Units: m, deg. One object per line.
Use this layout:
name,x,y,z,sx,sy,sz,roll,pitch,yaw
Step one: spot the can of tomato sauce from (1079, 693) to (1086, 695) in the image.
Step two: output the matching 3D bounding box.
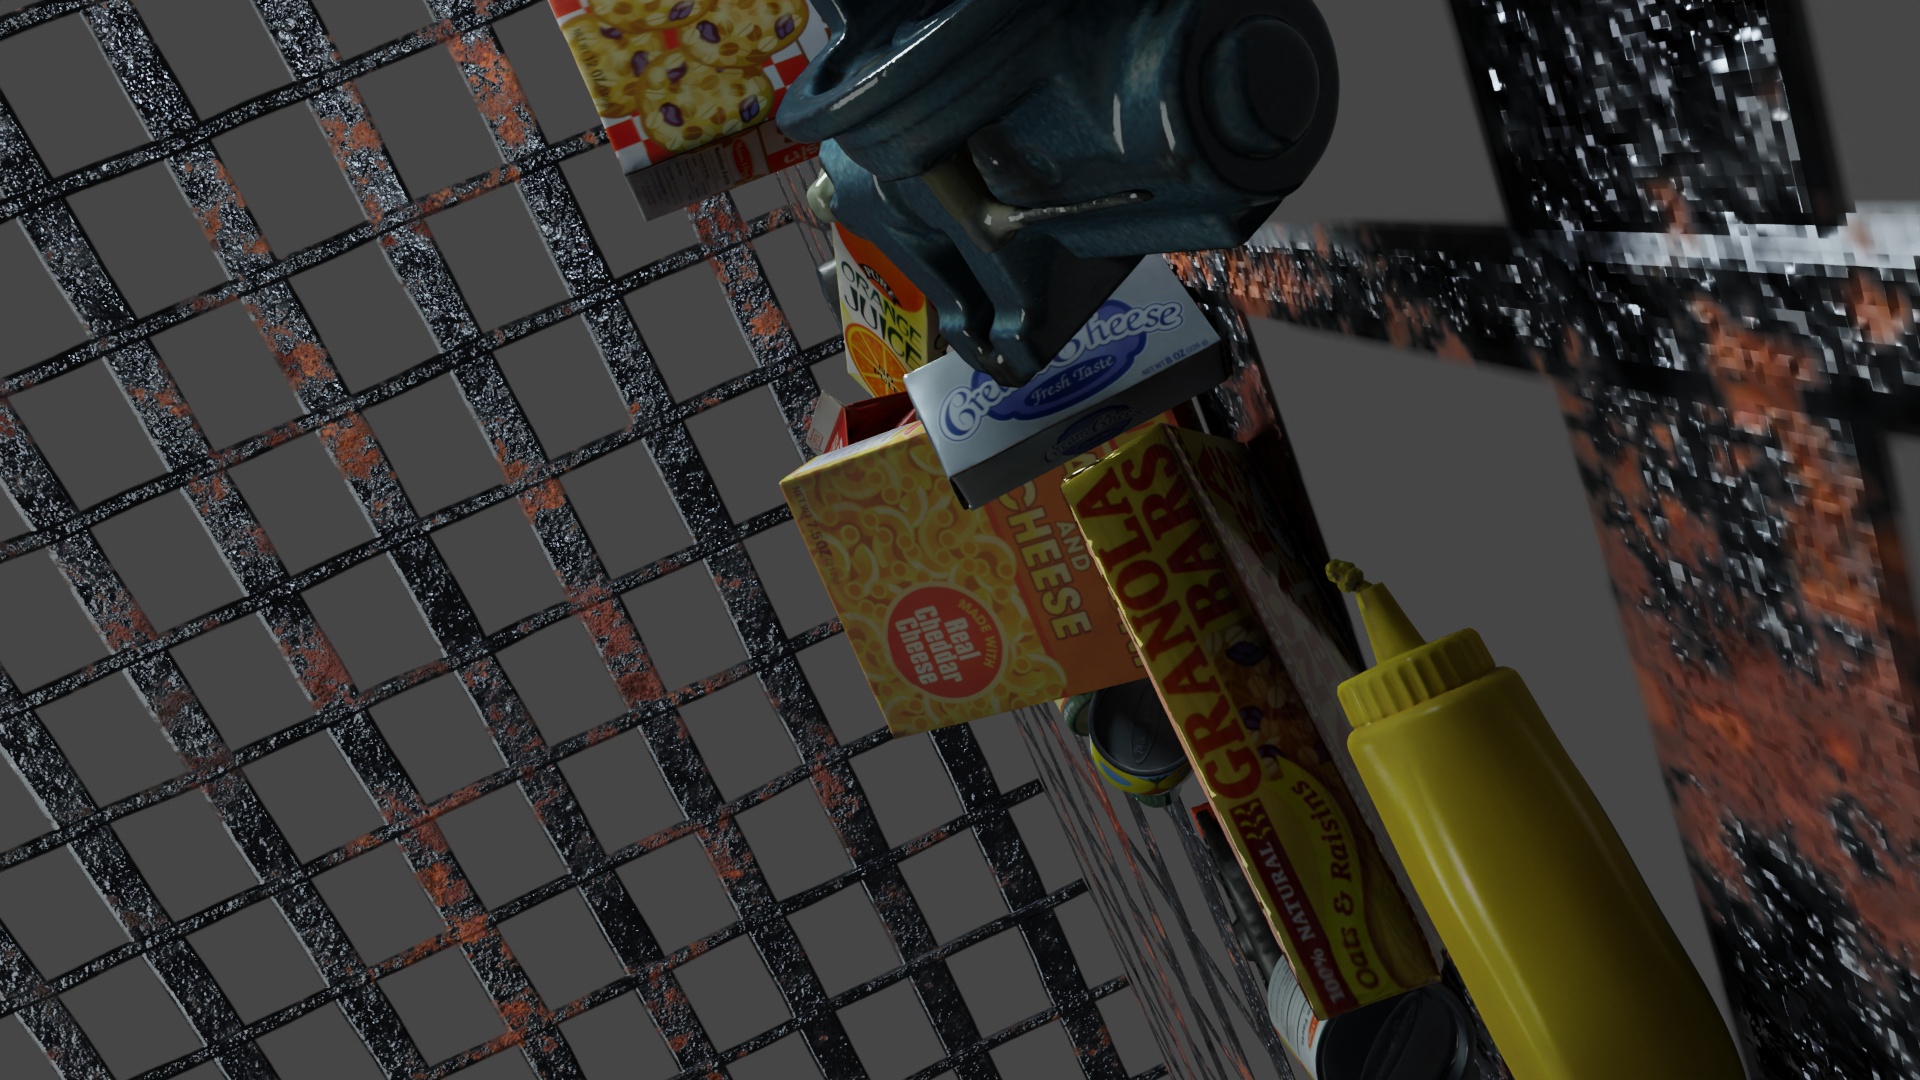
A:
can of tomato sauce,0.077,0.049,0.822,0.083,0.071,0.071,80,165,-72

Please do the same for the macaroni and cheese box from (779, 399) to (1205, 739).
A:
macaroni and cheese box,0.026,0.002,0.562,0.123,0.166,0.040,67,-155,-12

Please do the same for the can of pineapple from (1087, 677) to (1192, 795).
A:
can of pineapple,0.110,0.113,0.815,0.057,0.071,0.071,74,170,-67

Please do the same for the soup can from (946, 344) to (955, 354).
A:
soup can,0.040,-0.064,0.657,0.071,0.071,0.084,120,130,-85

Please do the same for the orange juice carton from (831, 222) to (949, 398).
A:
orange juice carton,-0.013,-0.132,0.700,0.073,0.072,0.191,46,162,19

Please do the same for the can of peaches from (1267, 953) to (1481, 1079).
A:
can of peaches,0.169,0.198,0.570,0.058,0.071,0.071,-140,26,-80

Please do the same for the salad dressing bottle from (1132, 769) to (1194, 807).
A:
salad dressing bottle,0.127,0.142,0.915,0.064,0.044,0.147,56,173,25

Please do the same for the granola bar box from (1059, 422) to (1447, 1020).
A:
granola bar box,0.098,0.048,0.435,0.165,0.039,0.124,65,-160,9

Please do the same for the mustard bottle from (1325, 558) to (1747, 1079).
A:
mustard bottle,0.136,0.074,0.352,0.065,0.049,0.160,56,-171,-79

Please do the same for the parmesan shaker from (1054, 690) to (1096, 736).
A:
parmesan shaker,0.081,0.071,0.934,0.071,0.071,0.103,72,172,-56

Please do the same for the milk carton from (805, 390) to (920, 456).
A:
milk carton,0.003,-0.009,0.712,0.190,0.074,0.072,35,156,0

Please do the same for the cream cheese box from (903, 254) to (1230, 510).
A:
cream cheese box,0.036,-0.057,0.488,0.053,0.104,0.024,64,-178,36

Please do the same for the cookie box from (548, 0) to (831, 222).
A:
cookie box,-0.092,-0.233,0.644,0.040,0.168,0.123,85,161,-68
